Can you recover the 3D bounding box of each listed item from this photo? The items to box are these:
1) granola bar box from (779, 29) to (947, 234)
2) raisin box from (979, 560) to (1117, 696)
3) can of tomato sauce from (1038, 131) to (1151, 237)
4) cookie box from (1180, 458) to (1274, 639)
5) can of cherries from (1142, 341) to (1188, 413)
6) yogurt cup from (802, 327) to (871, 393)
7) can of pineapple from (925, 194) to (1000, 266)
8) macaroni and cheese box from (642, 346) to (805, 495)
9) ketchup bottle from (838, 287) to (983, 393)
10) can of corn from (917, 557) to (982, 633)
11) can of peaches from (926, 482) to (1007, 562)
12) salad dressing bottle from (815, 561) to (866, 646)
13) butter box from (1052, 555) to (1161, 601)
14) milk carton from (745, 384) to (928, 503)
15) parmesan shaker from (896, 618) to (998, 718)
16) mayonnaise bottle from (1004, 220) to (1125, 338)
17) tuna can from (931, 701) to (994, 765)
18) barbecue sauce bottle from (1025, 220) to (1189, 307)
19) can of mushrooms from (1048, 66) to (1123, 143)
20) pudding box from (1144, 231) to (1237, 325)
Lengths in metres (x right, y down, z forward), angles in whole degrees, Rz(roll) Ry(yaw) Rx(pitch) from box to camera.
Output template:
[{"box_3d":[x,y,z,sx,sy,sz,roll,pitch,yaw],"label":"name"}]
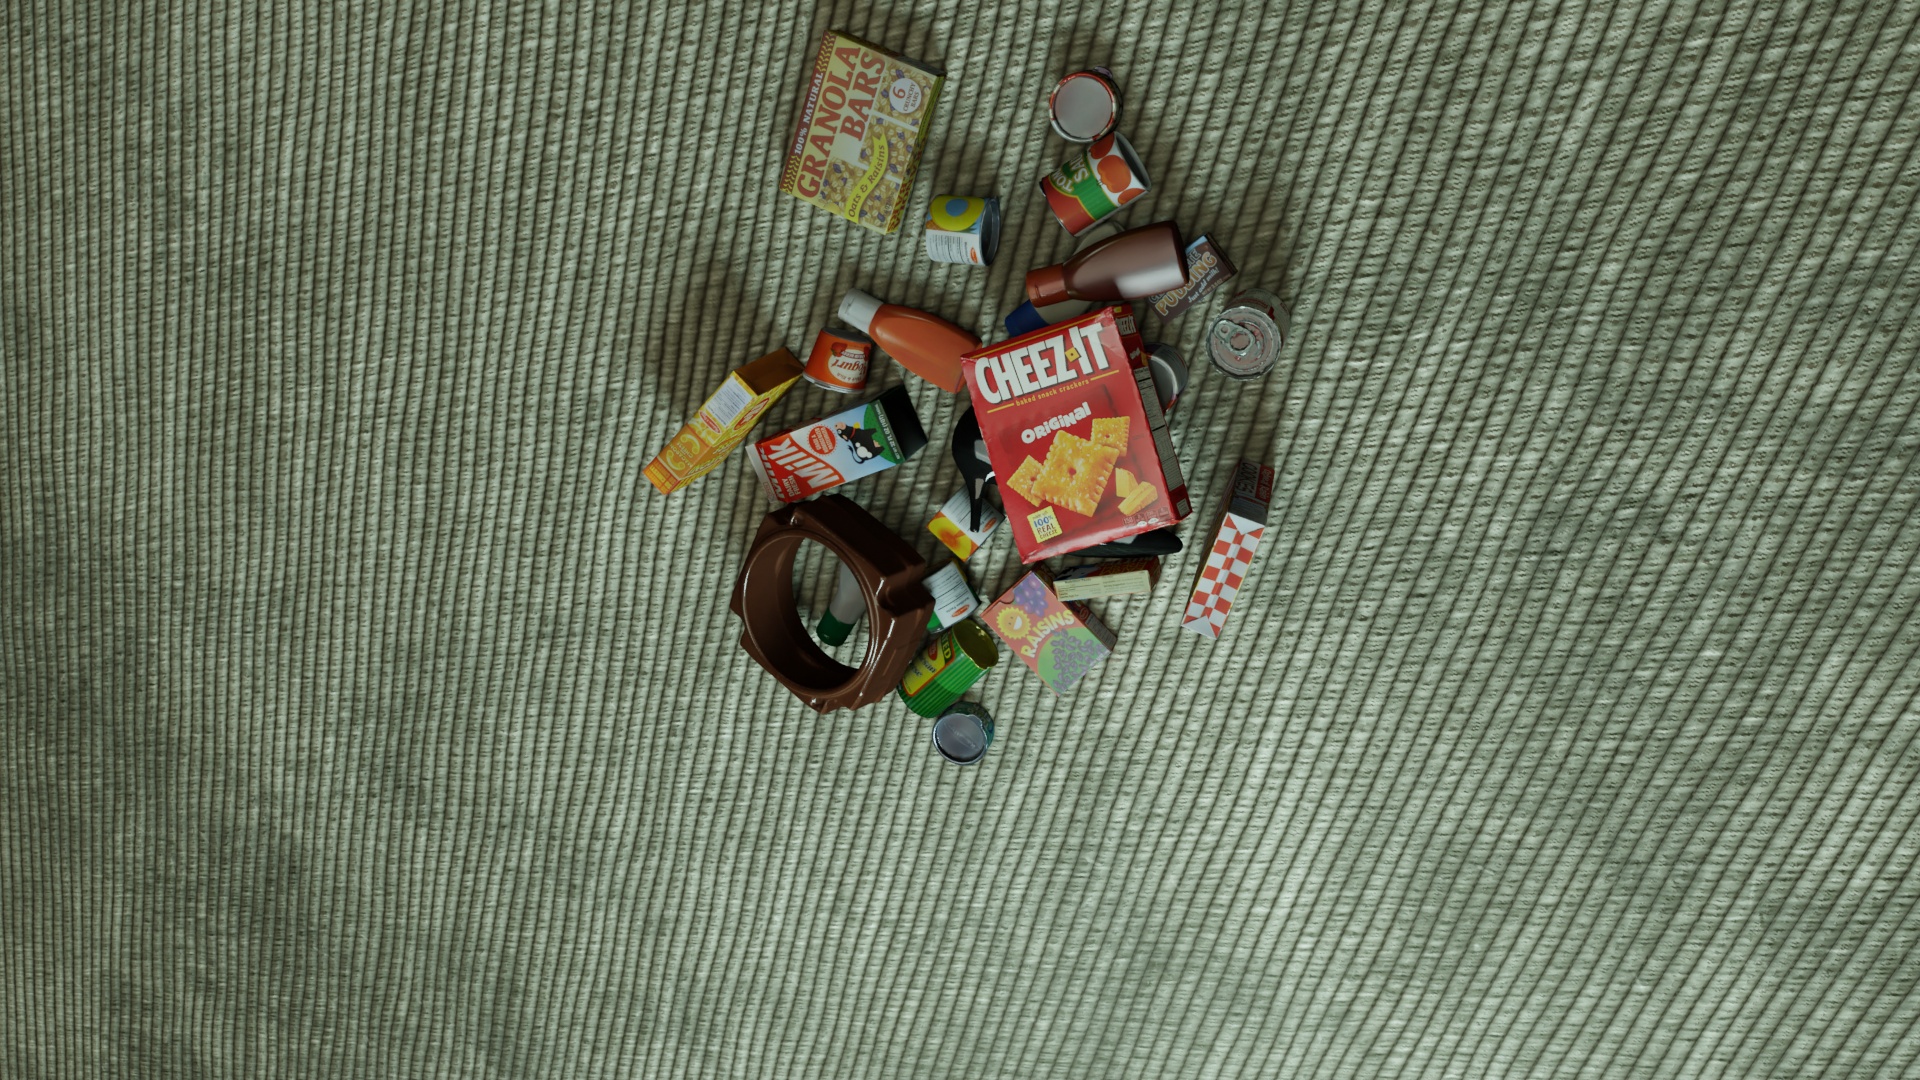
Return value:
[{"box_3d":[-0.098,-0.404,1.378,0.124,0.039,0.164,25,115,9],"label":"granola bar box"},{"box_3d":[0.095,0.094,1.494,0.123,0.040,0.085,46,117,-1],"label":"raisin box"},{"box_3d":[0.127,-0.337,1.310,0.083,0.071,0.071,-28,98,25],"label":"can of tomato sauce"},{"box_3d":[0.258,0.004,1.334,0.040,0.168,0.122,21,115,7],"label":"cookie box"},{"box_3d":[0.184,-0.155,1.362,0.071,0.058,0.071,6,111,16],"label":"can of cherries"},{"box_3d":[-0.126,-0.190,1.453,0.072,0.072,0.053,20,107,11],"label":"yogurt cup"},{"box_3d":[0.003,-0.307,1.366,0.058,0.071,0.070,9,112,16],"label":"can of pineapple"},{"box_3d":[-0.250,-0.127,1.484,0.040,0.124,0.166,47,117,-1],"label":"macaroni and cheese box"},{"box_3d":[-0.054,-0.211,1.431,0.149,0.044,0.064,29,115,7],"label":"ketchup bottle"},{"box_3d":[-0.020,0.059,1.507,0.071,0.071,0.058,-27,98,25],"label":"can of corn"},{"box_3d":[0.005,-0.018,1.469,0.058,0.071,0.071,42,117,0],"label":"can of peaches"},{"box_3d":[-0.115,0.055,1.549,0.064,0.044,0.147,38,118,9],"label":"salad dressing bottle"},{"box_3d":[0.153,0.040,1.446,0.103,0.053,0.024,-8,104,21],"label":"butter box"},{"box_3d":[-0.140,-0.097,1.485,0.190,0.074,0.072,-17,103,24],"label":"milk carton"},{"box_3d":[-0.016,0.144,1.531,0.071,0.071,0.102,45,117,-1],"label":"parmesan shaker"},{"box_3d":[0.109,-0.247,1.364,0.147,0.041,0.064,-35,98,27],"label":"mayonnaise bottle"},{"box_3d":[0.005,0.216,1.572,0.071,0.033,0.070,6,111,17],"label":"tuna can"},{"box_3d":[0.136,-0.253,1.304,0.148,0.044,0.064,-11,111,19],"label":"barbecue sauce bottle"},{"box_3d":[0.118,-0.410,1.306,0.071,0.033,0.070,7,111,17],"label":"can of mushrooms"},{"box_3d":[0.216,-0.251,1.331,0.083,0.030,0.049,-34,95,26],"label":"pudding box"}]
